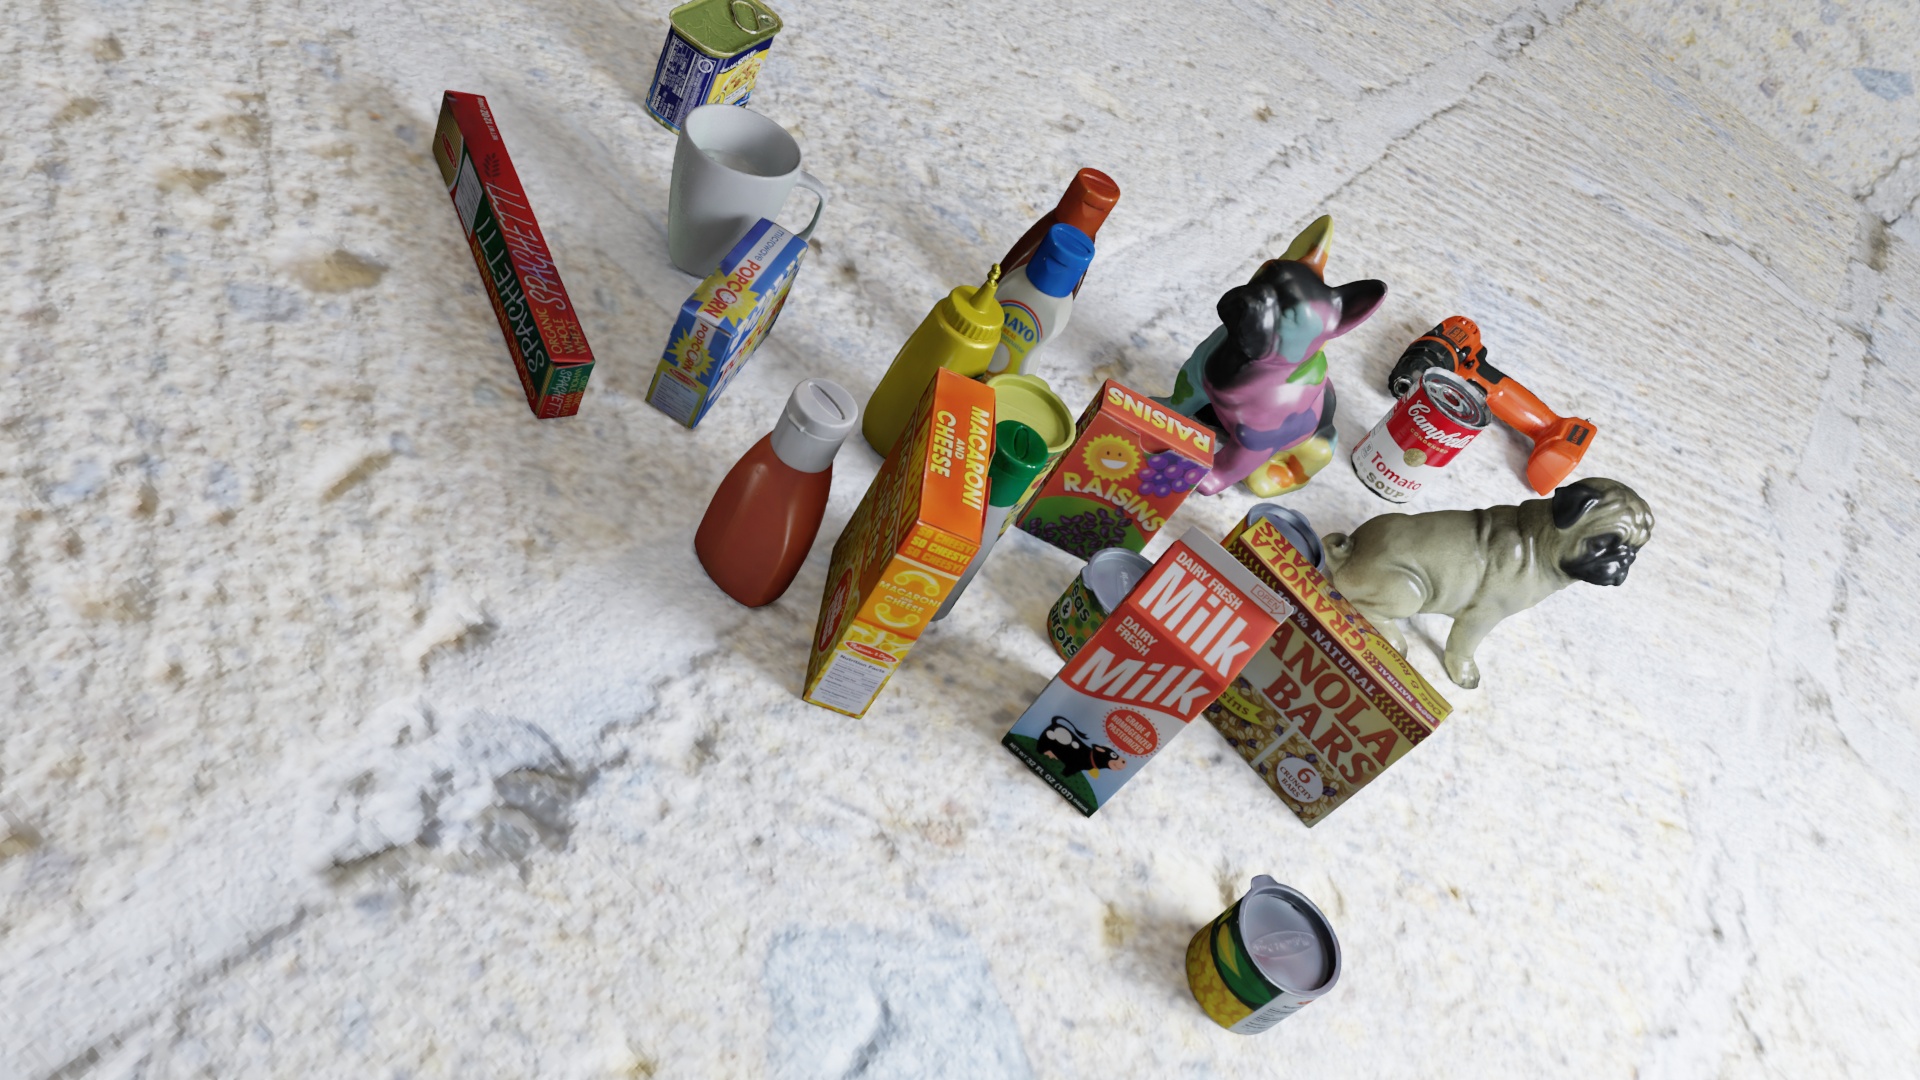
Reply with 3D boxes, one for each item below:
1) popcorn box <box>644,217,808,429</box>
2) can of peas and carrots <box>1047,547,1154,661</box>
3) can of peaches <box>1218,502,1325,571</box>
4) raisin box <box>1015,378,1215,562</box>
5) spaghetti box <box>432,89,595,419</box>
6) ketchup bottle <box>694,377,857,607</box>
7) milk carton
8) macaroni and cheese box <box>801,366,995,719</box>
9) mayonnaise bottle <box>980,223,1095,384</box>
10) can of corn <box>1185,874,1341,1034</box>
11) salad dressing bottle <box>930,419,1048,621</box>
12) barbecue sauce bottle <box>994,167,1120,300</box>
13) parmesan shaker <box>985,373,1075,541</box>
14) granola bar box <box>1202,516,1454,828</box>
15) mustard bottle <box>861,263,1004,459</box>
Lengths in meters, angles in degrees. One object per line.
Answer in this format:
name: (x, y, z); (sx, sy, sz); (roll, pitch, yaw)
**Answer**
popcorn box: (-0.150, -0.142, 0.900); (0.038, 0.084, 0.127); (31, 42, -5)
can of peas and carrots: (0.095, 0.047, 0.900); (0.071, 0.058, 0.071); (17, 45, -18)
can of peaches: (0.221, 0.015, 1.009); (0.071, 0.057, 0.071); (17, 45, -18)
raisin box: (0.103, -0.040, 0.937); (0.086, 0.122, 0.040); (27, 43, -9)
spaghetti box: (-0.286, -0.184, 0.879); (0.029, 0.050, 0.251); (-7, 56, -36)
ketchup bottle: (-0.102, -0.028, 0.778); (0.065, 0.148, 0.044); (48, 44, 14)
milk carton: (0.107, 0.070, 0.789); (0.072, 0.189, 0.074); (40, 42, 6)
macaroni and cheese box: (-0.034, 0.003, 0.779); (0.040, 0.165, 0.124); (21, 44, -15)
mayonnaise bottle: (0.045, -0.159, 0.990); (0.065, 0.147, 0.041); (37, 42, 2)
can of corn: (0.167, 0.232, 0.777); (0.071, 0.058, 0.071); (17, 45, -18)
salad dressing bottle: (0.003, -0.010, 0.829); (0.044, 0.147, 0.064); (23, 43, -13)
barbecue sauce bottle: (0.070, -0.215, 1.057); (0.065, 0.147, 0.044); (20, 44, -16)
parmesan shaker: (0.023, -0.052, 0.912); (0.071, 0.102, 0.072); (18, 45, -18)
granola bar box: (0.209, 0.086, 0.887); (0.166, 0.123, 0.039); (48, 44, 14)
mustard bottle: (-0.010, -0.118, 0.909); (0.049, 0.159, 0.065); (47, 43, 13)
